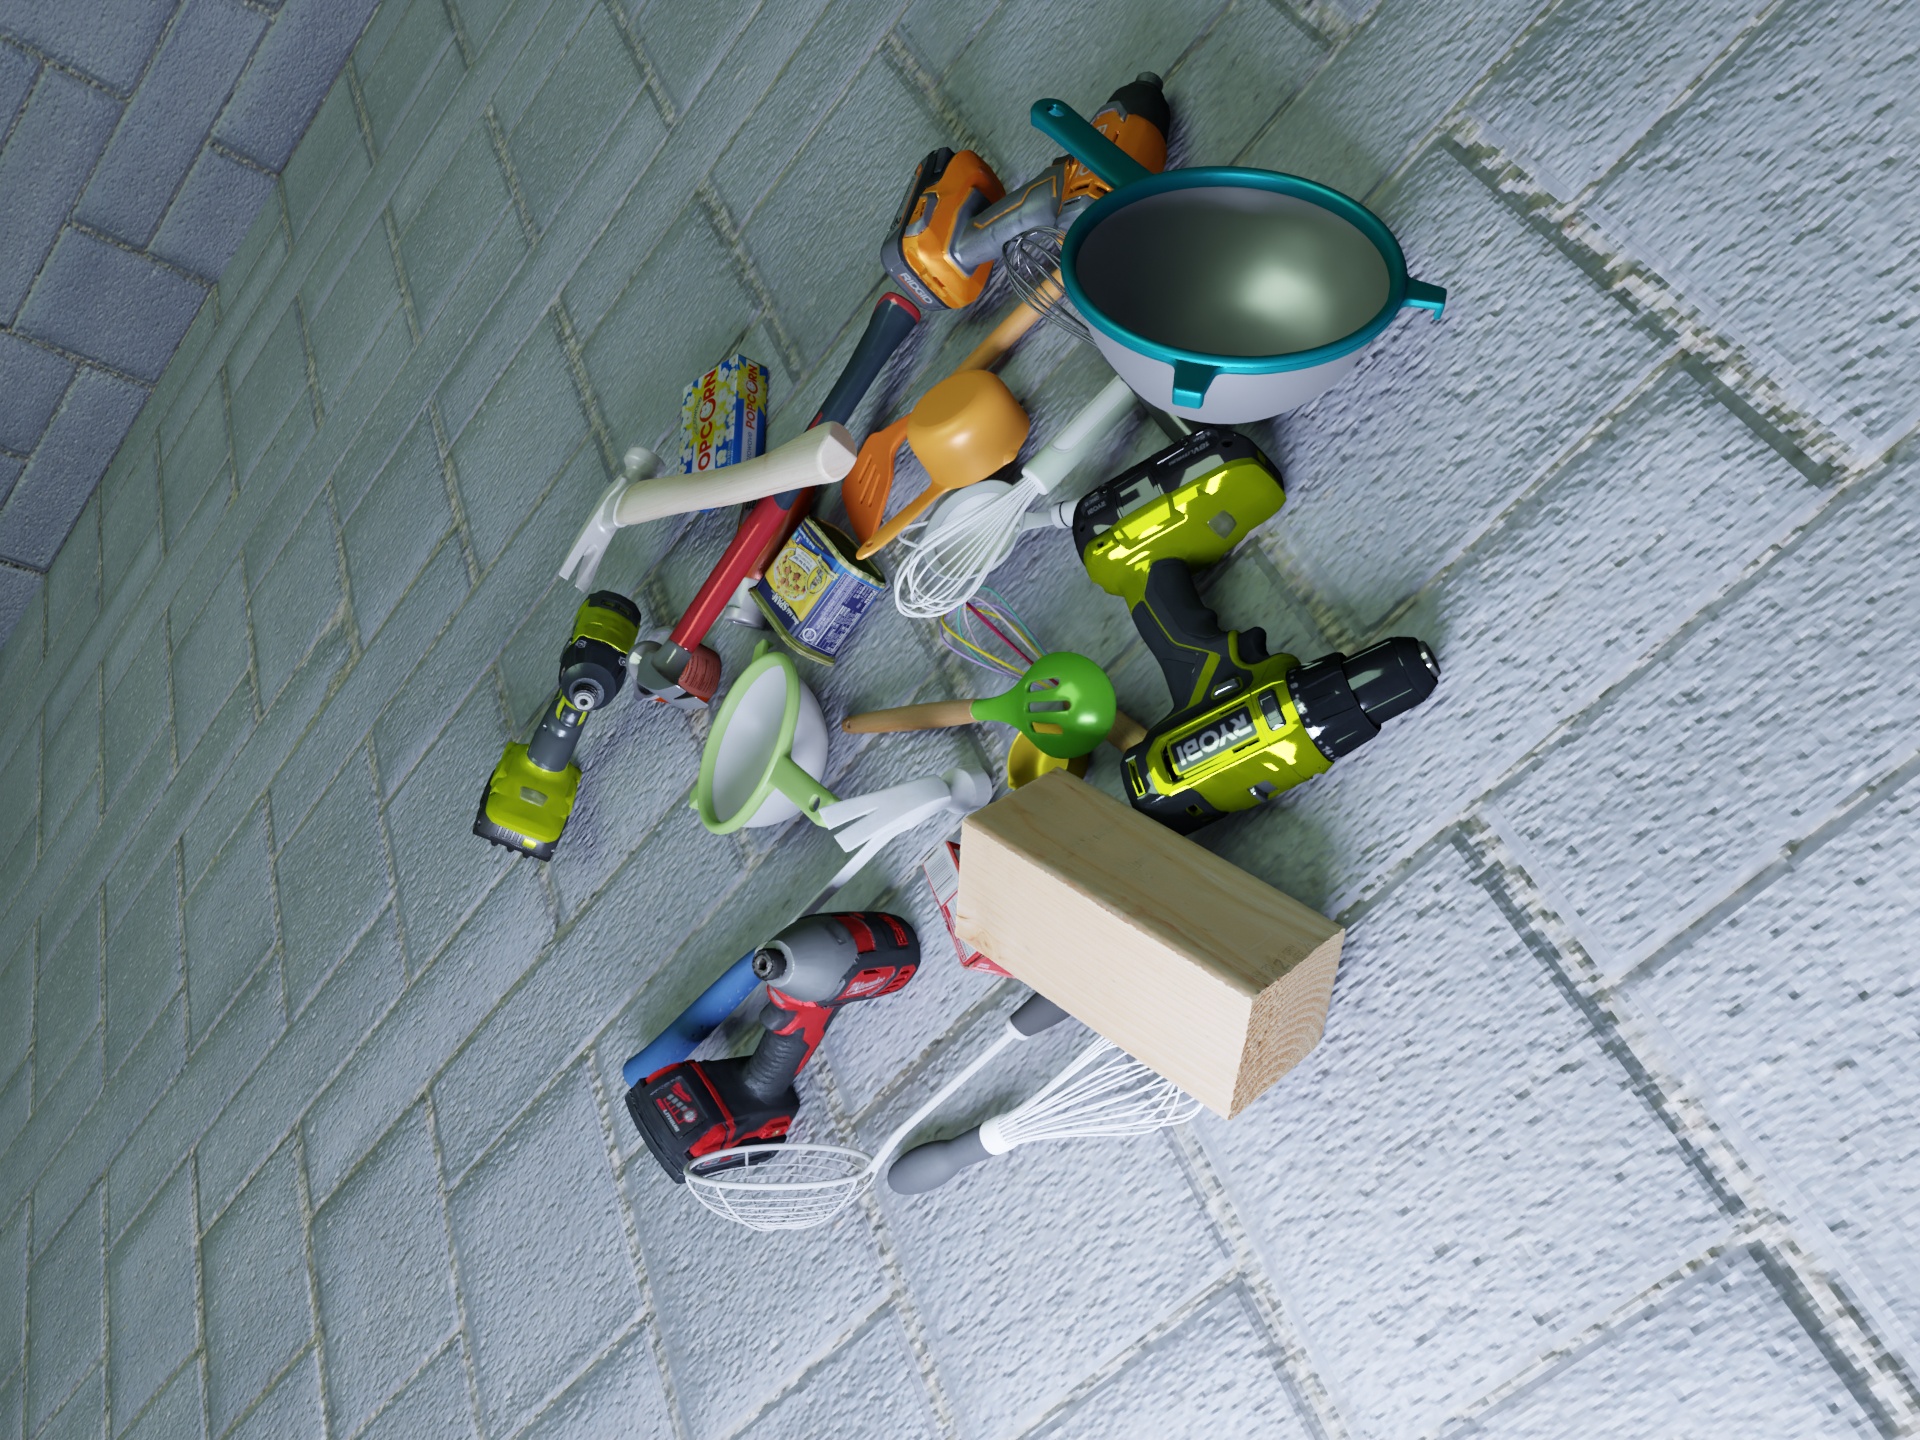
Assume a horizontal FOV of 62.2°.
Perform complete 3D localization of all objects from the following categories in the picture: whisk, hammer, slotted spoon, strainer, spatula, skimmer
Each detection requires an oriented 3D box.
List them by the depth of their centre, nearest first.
[{"bbox_3d":[0.046,0.248,0.996,0.284,0.070,0.070,-34,52,37],"label":"whisk"},{"bbox_3d":[-0.025,0.215,1.035,0.363,0.127,0.090,-43,74,13],"label":"skimmer"},{"bbox_3d":[0.137,-0.296,1.042,0.341,0.211,0.095,54,159,36],"label":"strainer"},{"bbox_3d":[0.109,-0.254,1.089,0.055,0.055,0.239,-46,70,24],"label":"whisk"},{"bbox_3d":[0.068,-0.028,1.093,0.245,0.047,0.051,39,102,42],"label":"whisk"},{"bbox_3d":[0.045,-0.162,1.108,0.246,0.059,0.058,-45,55,-4],"label":"whisk"},{"bbox_3d":[-0.002,-0.004,1.129,0.314,0.031,0.070,-5,89,56],"label":"slotted spoon"},{"bbox_3d":[0.067,-0.143,1.137,0.258,0.050,0.087,-7,60,38],"label":"strainer"},{"bbox_3d":[-0.142,0.167,1.182,0.405,0.144,0.035,-46,69,32],"label":"hammer"},{"bbox_3d":[-0.123,0.040,1.215,0.257,0.069,0.151,31,98,60],"label":"strainer"},{"bbox_3d":[0.008,-0.269,1.261,0.322,0.041,0.081,-41,49,22],"label":"spatula"},{"bbox_3d":[-0.142,-0.183,1.299,0.386,0.038,0.143,-57,28,-4],"label":"hammer"},{"bbox_3d":[-0.215,-0.185,1.327,0.411,0.038,0.146,1,60,54],"label":"hammer"}]

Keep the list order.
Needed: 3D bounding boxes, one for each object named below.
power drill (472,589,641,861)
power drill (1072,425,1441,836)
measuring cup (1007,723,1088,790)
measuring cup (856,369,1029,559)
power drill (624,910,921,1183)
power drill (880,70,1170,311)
[{"bbox_3d":[-0.359,0.009,1.433,0.223,0.080,0.171,-59,17,23],"label":"power drill"},{"bbox_3d":[0.170,-0.062,0.970,0.190,0.080,0.229,-29,58,23],"label":"power drill"},{"bbox_3d":[0.079,0.064,1.053,0.062,0.029,0.157,-45,50,24],"label":"measuring cup"},{"bbox_3d":[-0.027,-0.195,1.195,0.173,0.052,0.095,-44,36,-11],"label":"measuring cup"},{"bbox_3d":[-0.134,0.222,1.123,0.079,0.143,0.219,49,113,27],"label":"power drill"},{"bbox_3d":[0.058,-0.405,1.212,0.226,0.084,0.164,-2,60,43],"label":"power drill"}]
